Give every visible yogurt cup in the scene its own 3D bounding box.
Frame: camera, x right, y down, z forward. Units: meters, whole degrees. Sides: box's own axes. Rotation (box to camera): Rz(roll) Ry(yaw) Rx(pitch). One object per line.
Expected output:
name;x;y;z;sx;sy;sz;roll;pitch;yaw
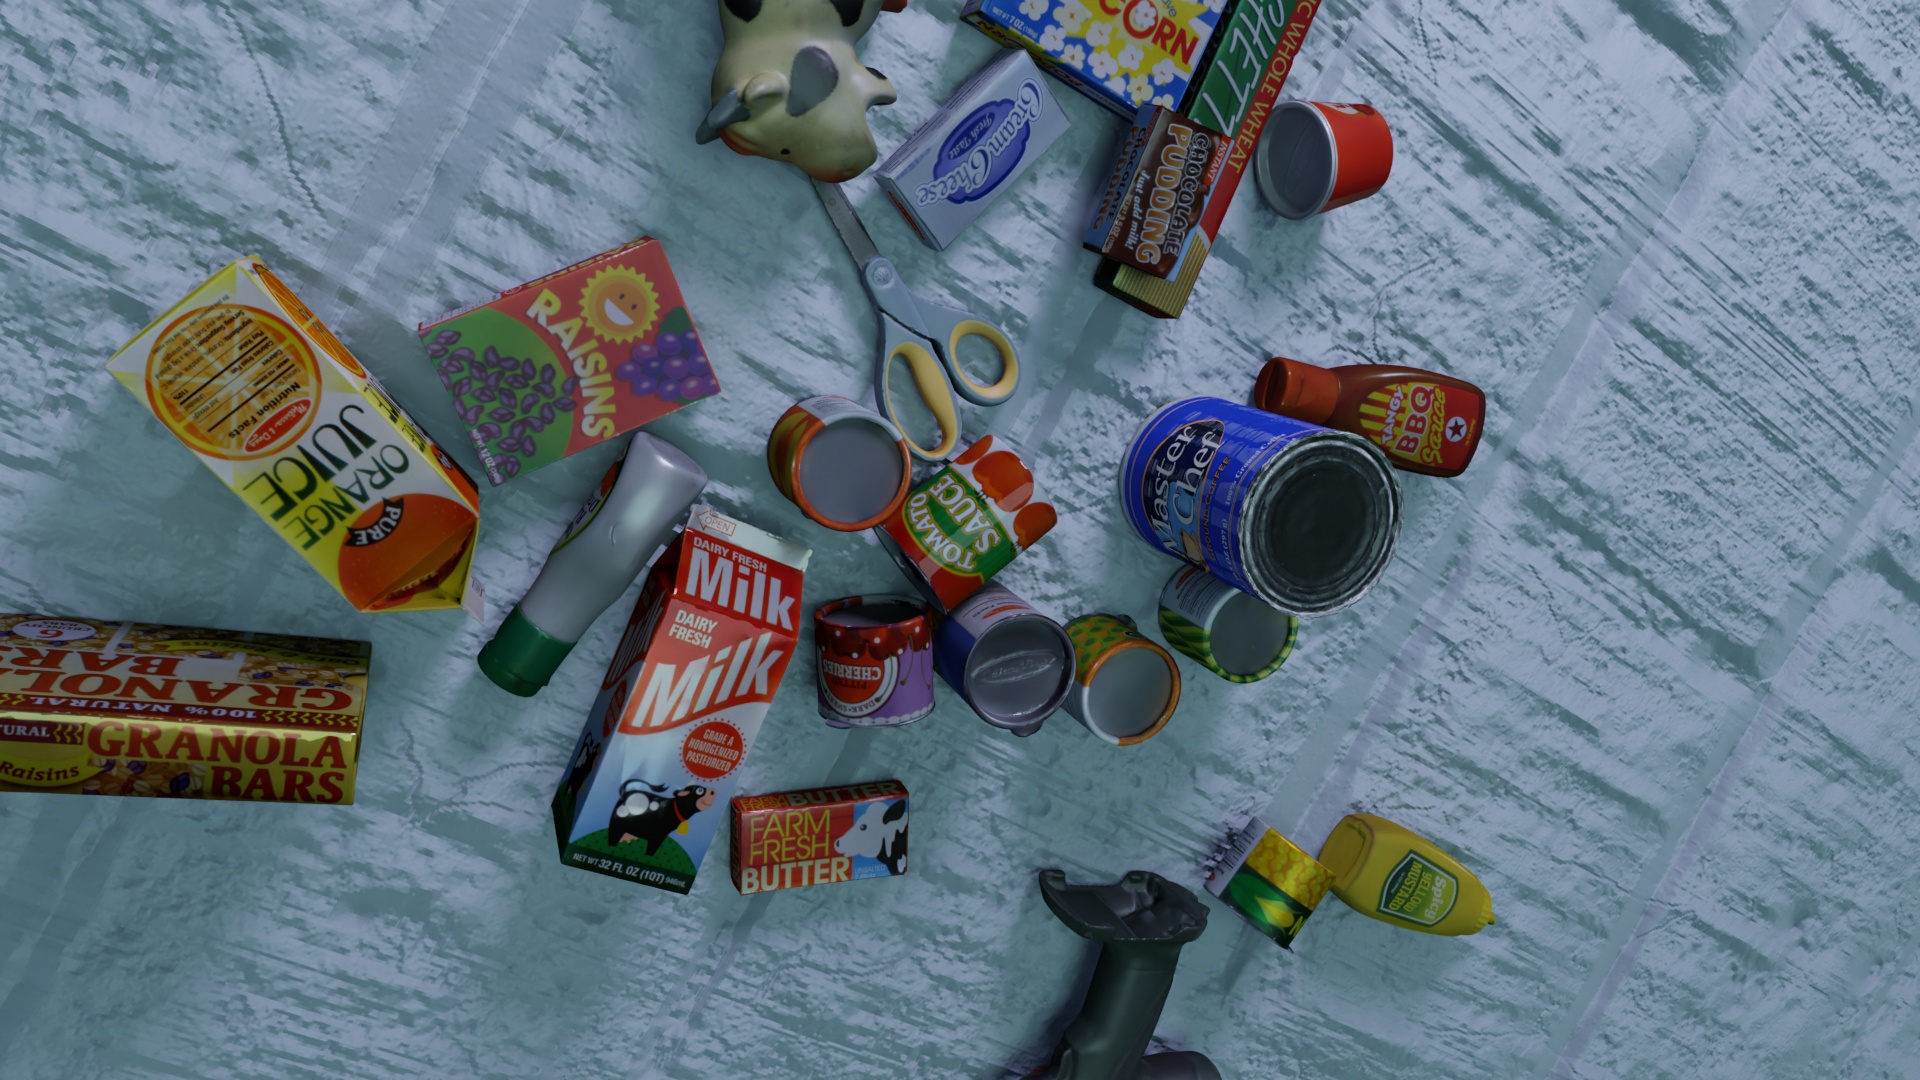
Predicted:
yogurt cup;0.212;-0.223;0.806;0.054;0.072;0.072;-14;108;-25

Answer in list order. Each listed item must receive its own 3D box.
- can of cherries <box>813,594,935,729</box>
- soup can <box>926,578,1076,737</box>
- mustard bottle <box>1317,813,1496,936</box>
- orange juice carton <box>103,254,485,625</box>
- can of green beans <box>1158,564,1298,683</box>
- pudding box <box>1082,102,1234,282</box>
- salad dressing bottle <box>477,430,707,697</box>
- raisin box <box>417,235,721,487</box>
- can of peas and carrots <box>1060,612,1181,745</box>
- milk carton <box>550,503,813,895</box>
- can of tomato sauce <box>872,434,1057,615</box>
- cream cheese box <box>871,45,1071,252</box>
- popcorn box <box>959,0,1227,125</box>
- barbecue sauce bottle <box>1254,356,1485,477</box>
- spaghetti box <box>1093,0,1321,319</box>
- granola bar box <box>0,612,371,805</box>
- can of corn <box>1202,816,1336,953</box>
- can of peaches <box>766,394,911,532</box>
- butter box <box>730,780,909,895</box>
can of cherries;-0.049;0.066;0.772;0.071;0.071;0.058;-6;105;-19
soup can;0.019;0.064;0.789;0.071;0.084;0.071;-5;105;-19
mustard bottle;0.322;0.241;0.964;0.160;0.049;0.065;25;95;-24
orange juice carton;-0.292;-0.036;0.655;0.073;0.072;0.192;-41;113;-7
can of green beans;0.165;0.049;0.854;0.071;0.058;0.071;-5;105;-19
pudding box;0.107;-0.188;0.755;0.050;0.030;0.083;18;103;-23
salad dressing bottle;-0.190;0.014;0.713;0.044;0.064;0.147;37;96;-16
raisin box;-0.194;-0.091;0.697;0.123;0.040;0.086;-25;109;-12
can of peas and carrots;0.092;0.081;0.835;0.071;0.059;0.070;-5;105;-20
milk carton;-0.146;0.080;0.736;0.072;0.073;0.190;23;94;-24
can of tomato sauce;0.003;-0.010;0.773;0.083;0.071;0.071;-38;113;-9
cream cheese box;0.007;-0.211;0.746;0.104;0.024;0.053;-45;128;-5
popcorn box;0.074;-0.290;0.750;0.127;0.038;0.085;23;95;-24
barbecue sauce bottle;0.254;-0.082;0.865;0.149;0.044;0.064;10;99;-22
spaghetti box;0.150;-0.250;0.794;0.050;0.029;0.249;22;94;-24
granola bar box;-0.358;0.074;0.627;0.166;0.124;0.039;7;102;-22
can of corn;0.204;0.224;0.905;0.071;0.071;0.058;37;88;-24
can of peaches;-0.066;-0.040;0.747;0.071;0.058;0.071;-5;104;-20
butter box;-0.082;0.172;0.809;0.104;0.024;0.053;-2;104;-20
